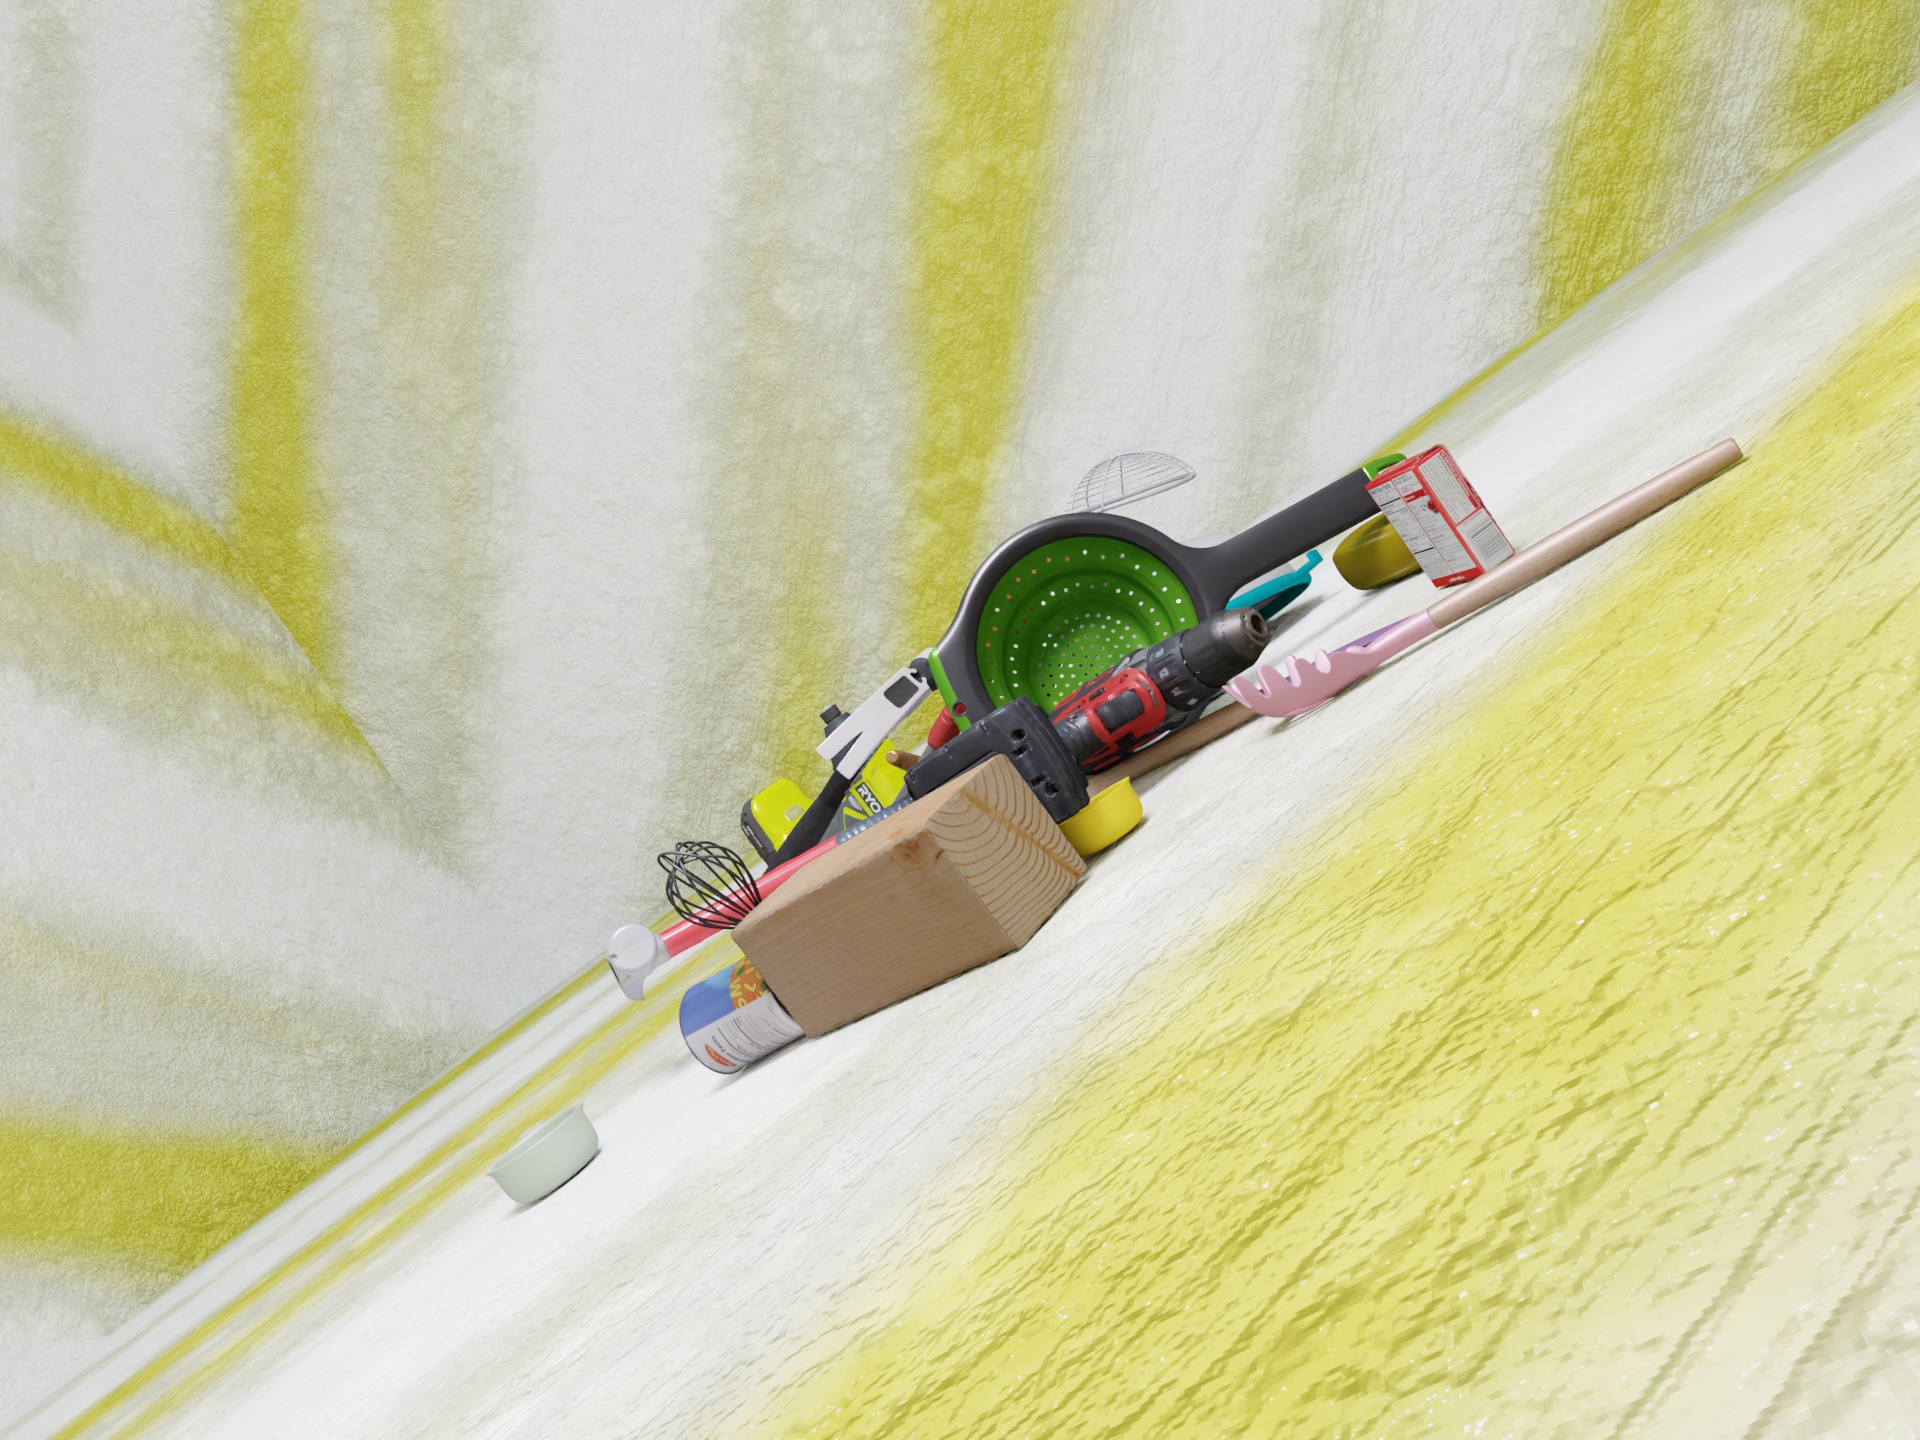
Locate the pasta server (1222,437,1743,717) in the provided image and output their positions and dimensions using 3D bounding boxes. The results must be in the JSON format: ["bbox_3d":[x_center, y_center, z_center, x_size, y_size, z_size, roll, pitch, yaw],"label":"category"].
[{"bbox_3d":[0.297,-0.080,0.931,0.316,0.040,0.060,-32,-7,26],"label":"pasta server"}]

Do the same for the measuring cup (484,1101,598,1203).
[{"bbox_3d":[-0.309,0.321,1.184,0.083,0.038,0.167,-36,1,-19],"label":"measuring cup"}]

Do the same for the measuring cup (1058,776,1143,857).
[{"bbox_3d":[0.083,0.070,1.046,0.062,0.029,0.156,-34,-3,-10],"label":"measuring cup"}]

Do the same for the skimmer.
[{"bbox_3d":[0.113,-0.092,1.380,0.127,0.090,0.363,-11,51,45],"label":"skimmer"}]

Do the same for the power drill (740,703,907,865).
[{"bbox_3d":[-0.134,0.089,1.693,0.223,0.171,0.080,-36,1,45],"label":"power drill"}]

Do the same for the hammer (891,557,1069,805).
[{"bbox_3d":[-0.002,-0.004,1.388,0.359,0.037,0.149,-59,-13,28],"label":"hammer"}]

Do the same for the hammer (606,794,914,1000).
[{"bbox_3d":[-0.112,0.117,1.318,0.386,0.038,0.143,-28,-13,-18],"label":"hammer"}]

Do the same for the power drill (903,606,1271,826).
[{"bbox_3d":[0.091,0.002,1.046,0.188,0.080,0.226,-34,-4,42],"label":"power drill"}]

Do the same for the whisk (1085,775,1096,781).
[{"bbox_3d":[0.030,0.079,1.279,0.245,0.047,0.051,-30,3,15],"label":"whisk"}]

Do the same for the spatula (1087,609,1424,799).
[{"bbox_3d":[0.191,-0.006,1.089,0.316,0.018,0.060,-31,-7,38],"label":"spatula"}]

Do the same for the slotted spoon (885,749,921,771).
[{"bbox_3d":[-0.021,0.054,1.580,0.070,0.031,0.313,-34,-15,9],"label":"slotted spoon"}]

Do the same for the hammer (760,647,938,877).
[{"bbox_3d":[-0.118,0.076,1.362,0.146,0.035,0.334,-44,-7,-45],"label":"hammer"}]

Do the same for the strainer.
[{"bbox_3d":[0.150,-0.081,1.441,0.340,0.095,0.211,-27,-8,-9],"label":"strainer"}]

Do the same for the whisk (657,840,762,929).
[{"bbox_3d":[-0.134,0.137,1.089,0.055,0.055,0.238,-34,-34,5],"label":"whisk"}]

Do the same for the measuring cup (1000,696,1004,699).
[{"bbox_3d":[0.039,0.047,1.474,0.052,0.095,0.174,-21,31,47],"label":"measuring cup"}]

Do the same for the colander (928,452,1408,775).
[{"bbox_3d":[0.172,-0.091,1.242,0.397,0.205,0.094,-28,-13,1],"label":"colander"}]

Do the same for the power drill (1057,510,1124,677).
[{"bbox_3d":[0.165,-0.108,1.678,0.080,0.190,0.229,-33,17,18],"label":"power drill"}]
